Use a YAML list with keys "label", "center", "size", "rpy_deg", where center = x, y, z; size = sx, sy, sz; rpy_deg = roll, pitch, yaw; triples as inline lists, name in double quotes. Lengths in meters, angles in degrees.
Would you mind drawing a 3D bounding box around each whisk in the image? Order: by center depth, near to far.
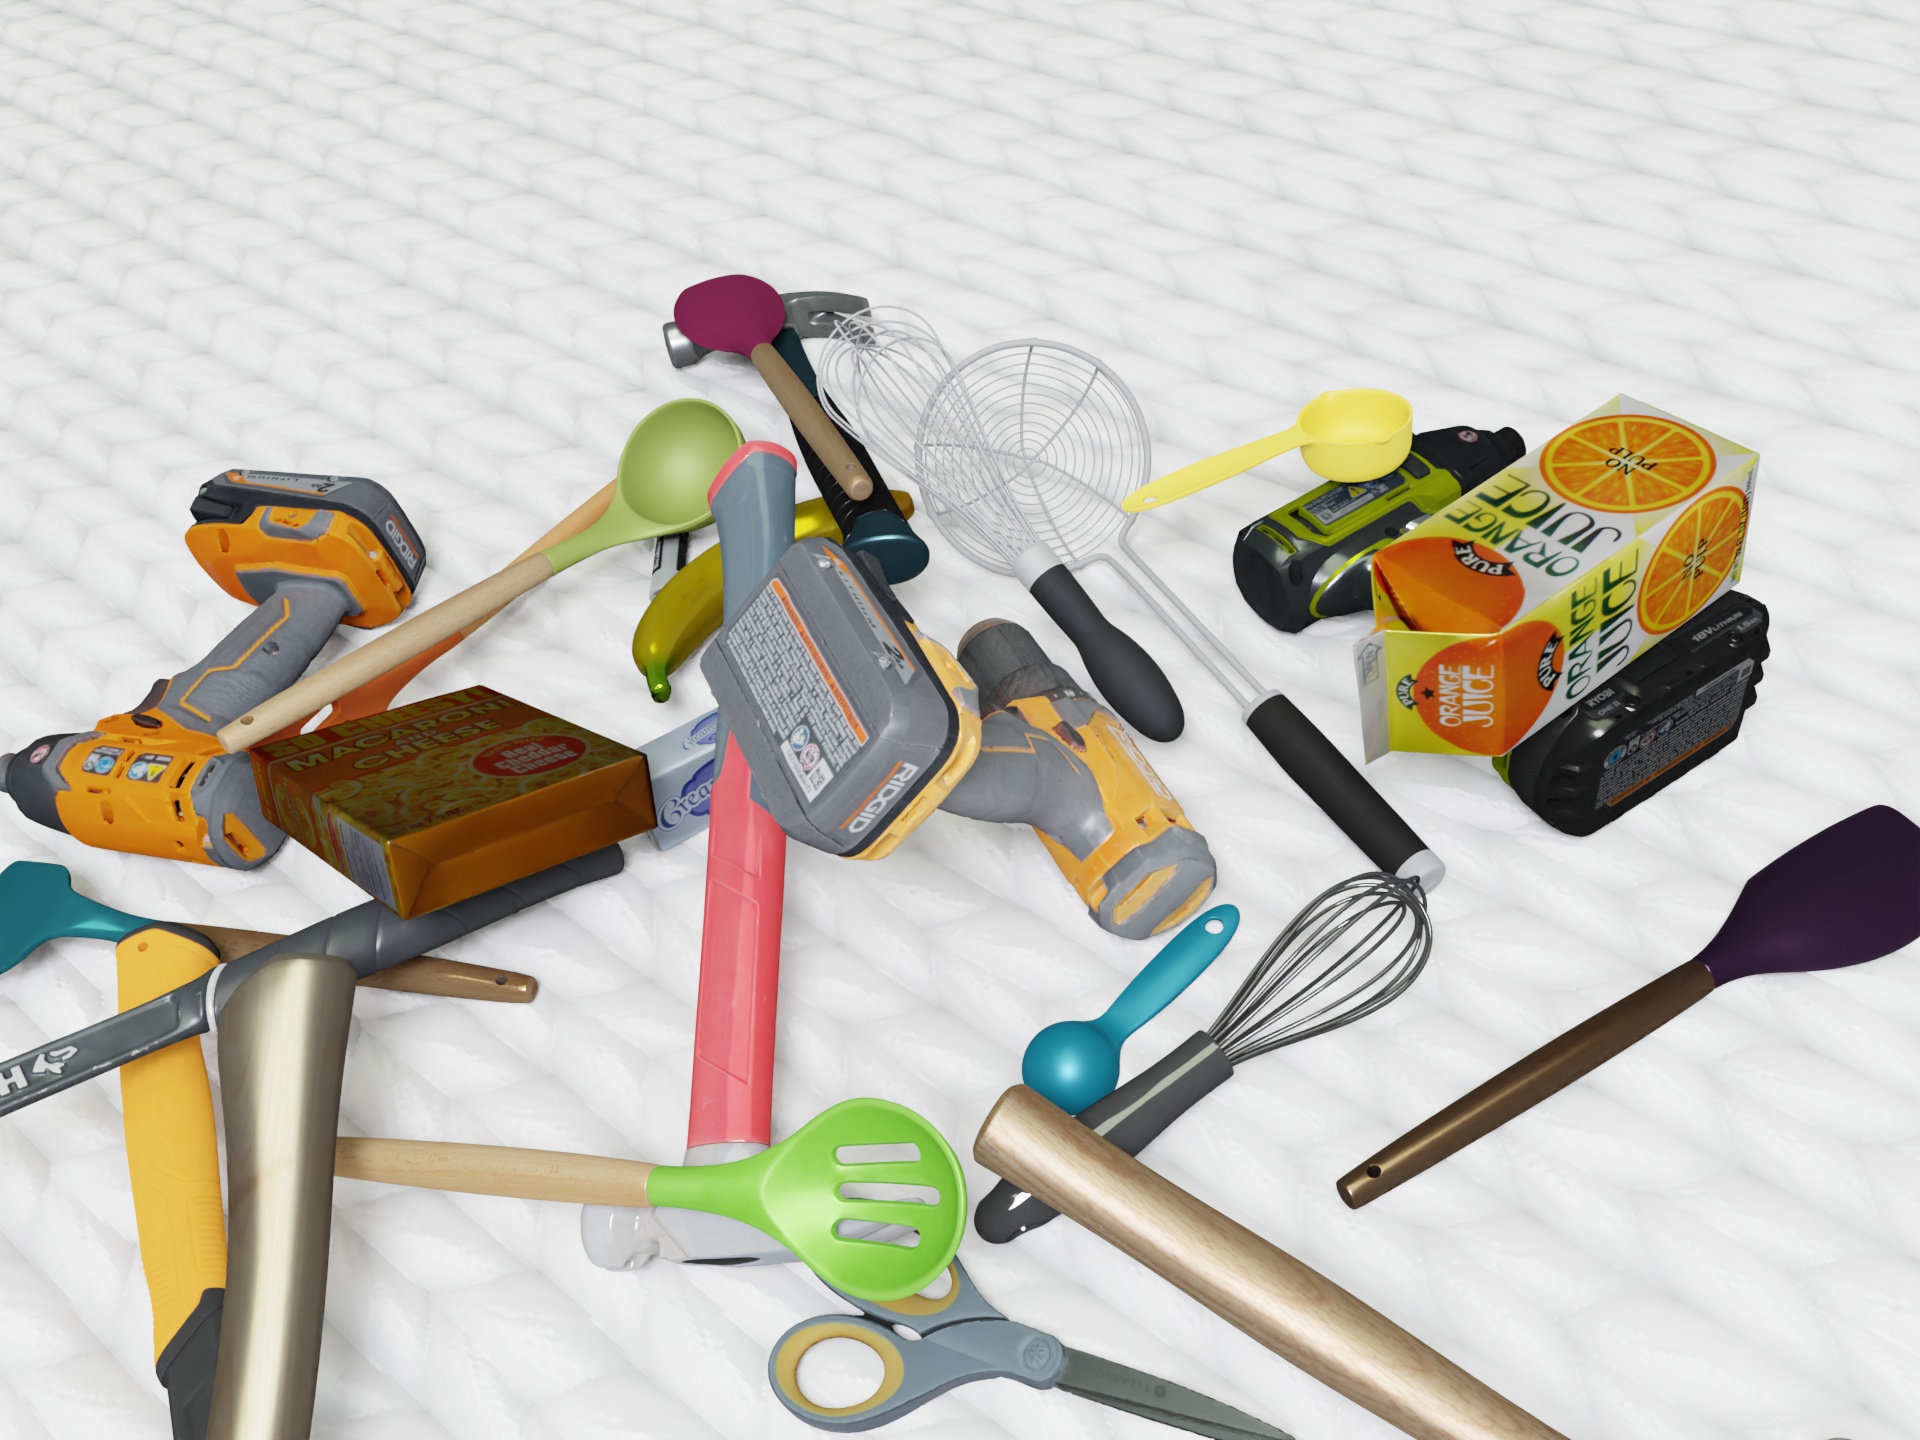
- label: "whisk"
  center: [0.103, 0.138, 0.656]
  size: [0.239, 0.055, 0.055]
  rpy_deg: [-34, 53, -13]
- label: "whisk"
  center: [0.019, -0.099, 0.793]
  size: [0.070, 0.070, 0.285]
  rpy_deg: [-32, 72, -17]

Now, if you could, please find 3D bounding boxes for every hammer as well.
- label: "hammer"
  center: [-0.236, 0.274, 0.544]
  size: [0.146, 0.038, 0.411]
  rpy_deg: [-5, 59, -2]
- label: "hammer"
  center: [0.147, 0.229, 0.557]
  size: [0.331, 0.031, 0.130]
  rpy_deg: [28, 60, 21]
- label: "hammer"
  center: [-0.315, 0.226, 0.634]
  size: [0.127, 0.034, 0.337]
  rpy_deg: [-20, 55, -9]
- label: "hammer"
  center: [-0.328, 0.128, 0.664]
  size: [0.409, 0.036, 0.149]
  rpy_deg: [-23, 57, -32]
- label: "hammer"
  center: [-0.080, 0.037, 0.703]
  size: [0.143, 0.038, 0.387]
  rpy_deg: [-10, 61, 17]
- label: "hammer"
  center: [-0.084, -0.172, 0.919]
  size: [0.128, 0.033, 0.331]
  rpy_deg: [-17, 40, -8]

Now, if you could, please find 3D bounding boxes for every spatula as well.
- label: "spatula"
  center: [0.288, 0.119, 0.656]
  size: [0.316, 0.018, 0.060]
  rpy_deg: [-26, 52, -14]
- label: "spatula"
  center: [-0.351, 0.112, 0.764]
  size: [0.317, 0.044, 0.082]
  rpy_deg: [7, 52, 9]
- label: "spatula"
  center: [-0.258, -0.063, 0.879]
  size: [0.041, 0.081, 0.323]
  rpy_deg: [5, 42, 41]

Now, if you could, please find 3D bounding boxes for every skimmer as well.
- label: "skimmer"
  center: [0.104, -0.056, 0.786]
  size: [0.127, 0.090, 0.364]
  rpy_deg: [-41, 54, 5]

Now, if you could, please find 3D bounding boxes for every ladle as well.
- label: "ladle"
  center: [-0.238, -0.078, 0.825]
  size: [0.078, 0.062, 0.320]
  rpy_deg: [37, 54, 23]

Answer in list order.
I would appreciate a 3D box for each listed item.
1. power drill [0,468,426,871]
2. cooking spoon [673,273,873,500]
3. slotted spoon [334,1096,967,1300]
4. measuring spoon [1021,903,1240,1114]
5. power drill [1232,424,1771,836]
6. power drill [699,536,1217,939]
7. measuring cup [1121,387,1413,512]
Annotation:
- label: "power drill"
  center: [-0.404, -0.030, 0.854]
  size: [0.164, 0.084, 0.227]
  rpy_deg: [6, 55, 15]
- label: "cooking spoon"
  center: [-0.107, -0.202, 0.919]
  size: [0.068, 0.017, 0.319]
  rpy_deg: [-20, 40, -12]
- label: "slotted spoon"
  center: [-0.139, 0.175, 0.614]
  size: [0.314, 0.031, 0.070]
  rpy_deg: [-2, 81, 21]
- label: "measuring spoon"
  center: [0.077, 0.117, 0.688]
  size: [0.128, 0.021, 0.042]
  rpy_deg: [-40, 55, -21]
- label: "power drill"
  center: [0.266, -0.061, 0.776]
  size: [0.171, 0.080, 0.223]
  rpy_deg: [-29, 49, -14]
- label: "power drill"
  center: [-0.001, -0.002, 0.689]
  size: [0.084, 0.226, 0.186]
  rpy_deg: [-48, 49, 19]
- label: "measuring cup"
  center: [0.154, -0.125, 0.800]
  size: [0.156, 0.029, 0.062]
  rpy_deg: [-22, 38, -6]
